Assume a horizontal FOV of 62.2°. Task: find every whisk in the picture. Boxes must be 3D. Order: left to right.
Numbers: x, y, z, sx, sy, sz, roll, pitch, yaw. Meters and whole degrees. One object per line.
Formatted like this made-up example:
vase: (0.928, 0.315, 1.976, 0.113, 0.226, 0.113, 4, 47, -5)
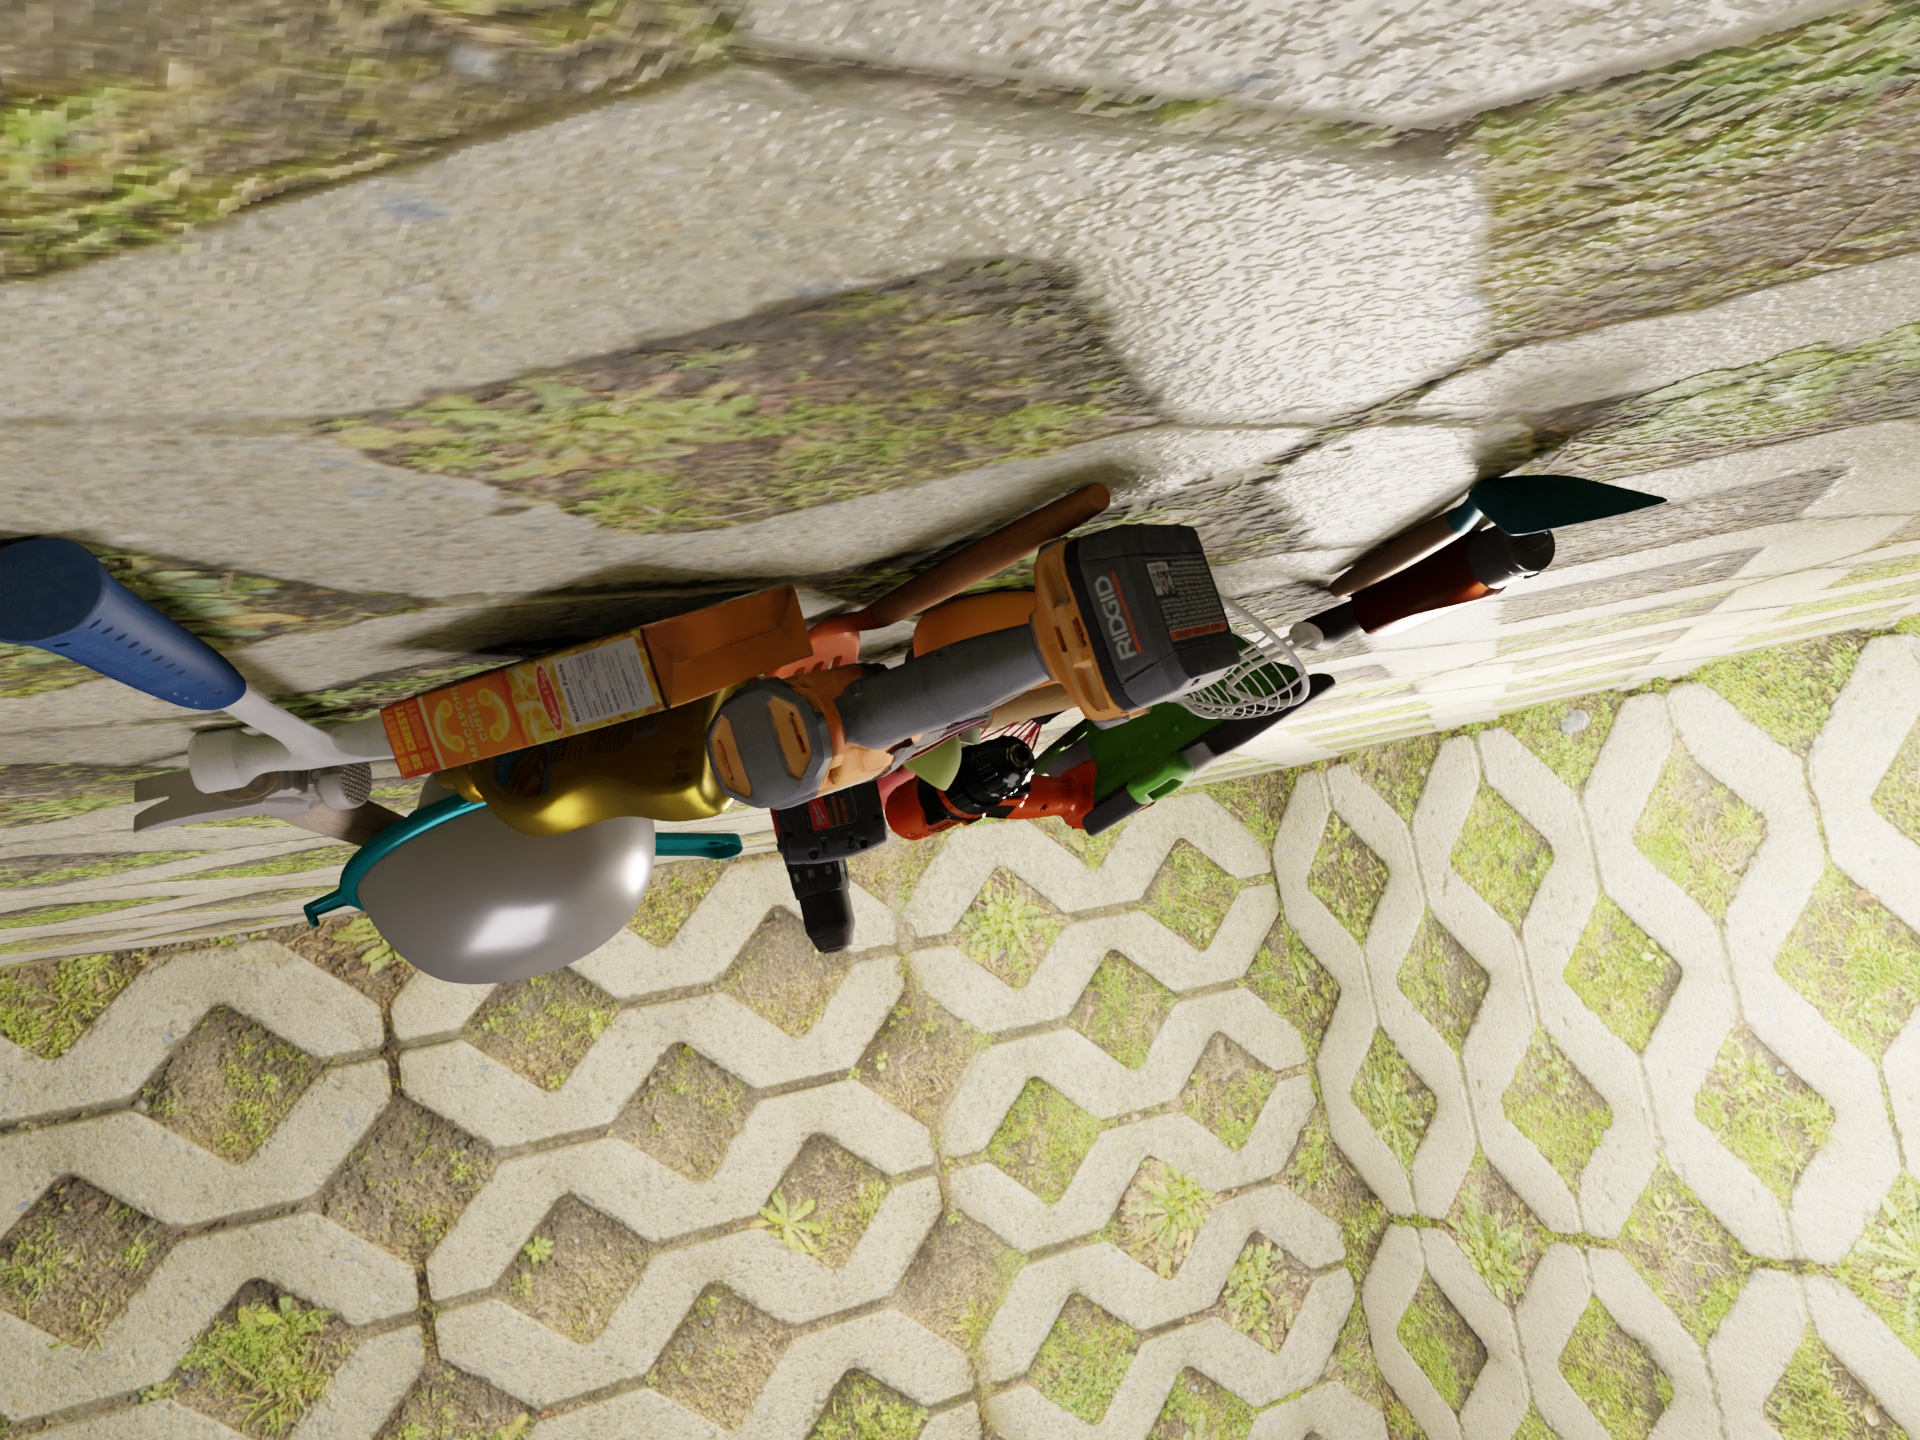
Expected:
whisk: (-0.001, -0.005, 0.974, 0.245, 0.047, 0.051, -12, 175, -43)
whisk: (0.059, -0.002, 1.342, 0.073, 0.073, 0.296, -7, 166, -27)

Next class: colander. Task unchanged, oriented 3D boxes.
colander: (0.135, -0.005, 1.052, 0.204, 0.094, 0.397, -33, 174, 13)

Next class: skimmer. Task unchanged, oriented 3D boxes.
skimmer: (0.208, -0.070, 1.009, 0.127, 0.090, 0.363, 28, -155, 25)

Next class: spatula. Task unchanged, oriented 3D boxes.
spatula: (-0.023, -0.053, 0.812, 0.081, 0.041, 0.322, -20, 179, -35)
spatula: (0.273, -0.096, 0.902, 0.082, 0.044, 0.317, -13, 175, -9)

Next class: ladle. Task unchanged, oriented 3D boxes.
ladle: (-0.159, 0.016, 1.004, 0.320, 0.062, 0.078, -1, -170, -5)

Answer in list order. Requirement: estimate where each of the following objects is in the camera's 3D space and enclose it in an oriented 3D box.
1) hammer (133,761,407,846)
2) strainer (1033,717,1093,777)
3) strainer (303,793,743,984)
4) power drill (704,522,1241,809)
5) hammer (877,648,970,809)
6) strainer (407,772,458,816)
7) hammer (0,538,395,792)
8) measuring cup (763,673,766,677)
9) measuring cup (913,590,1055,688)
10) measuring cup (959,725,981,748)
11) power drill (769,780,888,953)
hammer: (-0.380, 0.089, 1.106, 0.146, 0.038, 0.410, -8, 164, 10)
strainer: (0.146, 0.012, 1.330, 0.151, 0.069, 0.256, -33, 174, -13)
strainer: (-0.252, 0.119, 1.092, 0.211, 0.095, 0.340, -32, 161, 26)
power drill: (0.014, -0.022, 0.765, 0.226, 0.084, 0.185, -20, 178, 24)
hammer: (-0.008, 0.006, 1.201, 0.149, 0.037, 0.359, -8, 166, -19)
strainer: (-0.285, 0.038, 1.102, 0.258, 0.050, 0.087, -9, 178, 19)
hammer: (-0.320, -0.014, 0.704, 0.144, 0.035, 0.405, -9, 173, -10)
measuring cup: (-0.093, -0.017, 1.057, 0.062, 0.029, 0.156, -12, 175, 17)
measuring cup: (0.037, -0.052, 0.880, 0.095, 0.052, 0.173, -6, 170, -32)
measuring cup: (-0.026, -0.003, 1.306, 0.083, 0.038, 0.167, -6, 160, 6)
power drill: (-0.115, 0.090, 1.292, 0.080, 0.188, 0.226, -11, 170, -12)
